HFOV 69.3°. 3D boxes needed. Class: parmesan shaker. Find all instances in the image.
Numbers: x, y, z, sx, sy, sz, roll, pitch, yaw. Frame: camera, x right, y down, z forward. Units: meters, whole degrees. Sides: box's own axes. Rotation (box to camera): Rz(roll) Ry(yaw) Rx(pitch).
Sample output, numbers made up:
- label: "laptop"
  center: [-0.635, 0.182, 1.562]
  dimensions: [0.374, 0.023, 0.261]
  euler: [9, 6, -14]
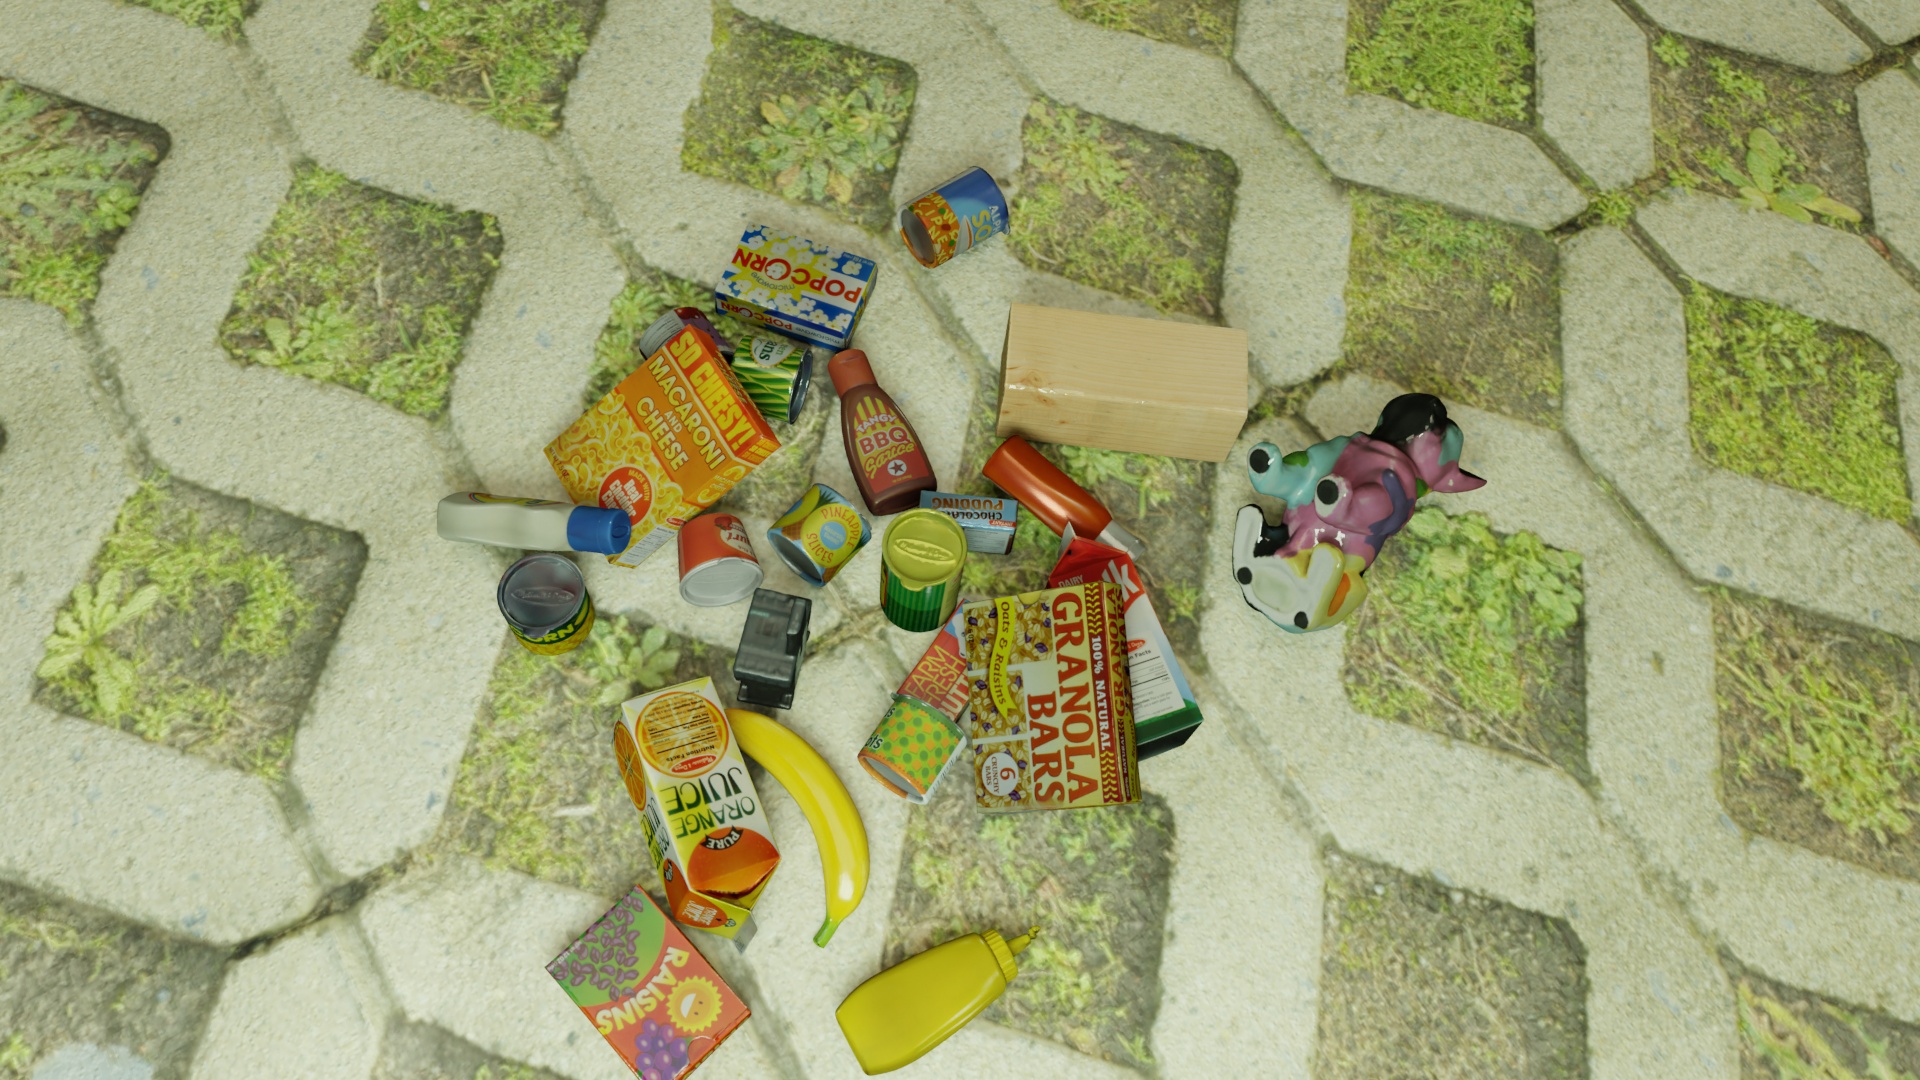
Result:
- label: "parmesan shaker"
  center: [-0.032, 0.028, 1.110]
  dimensions: [0.071, 0.102, 0.071]
  euler: [2, 64, -4]

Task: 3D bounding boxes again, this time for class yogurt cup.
- label: "yogurt cup"
  center: [-0.198, 0.015, 1.124]
  dimensions: [0.072, 0.072, 0.054]
  euler: [-12, 59, -11]

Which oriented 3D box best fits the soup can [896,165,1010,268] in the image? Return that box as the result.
- label: "soup can"
  center: [-0.006, -0.297, 1.289]
  dimensions: [0.084, 0.071, 0.071]
  euler: [-33, 72, -18]

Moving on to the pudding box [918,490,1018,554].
- label: "pudding box"
  center: [0.004, -0.015, 1.164]
  dimensions: [0.084, 0.049, 0.030]
  euler: [5, 63, -3]

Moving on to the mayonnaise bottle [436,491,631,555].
- label: "mayonnaise bottle"
  center: [-0.337, -0.013, 1.106]
  dimensions: [0.148, 0.065, 0.041]
  euler: [5, 97, 14]

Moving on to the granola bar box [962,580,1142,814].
- label: "granola bar box"
  center: [0.068, 0.121, 1.057]
  dimensions: [0.124, 0.039, 0.166]
  euler: [-11, 76, 29]

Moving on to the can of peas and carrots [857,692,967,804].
- label: "can of peas and carrots"
  center: [-0.039, 0.159, 1.067]
  dimensions: [0.071, 0.070, 0.059]
  euler: [31, 67, 9]

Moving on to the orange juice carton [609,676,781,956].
- label: "orange juice carton"
  center: [-0.189, 0.206, 1.020]
  dimensions: [0.073, 0.071, 0.193]
  euler: [-14, 66, -29]

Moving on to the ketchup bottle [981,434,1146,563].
- label: "ketchup bottle"
  center: [0.089, -0.028, 1.174]
  dimensions: [0.149, 0.065, 0.043]
  euler: [39, 108, 6]

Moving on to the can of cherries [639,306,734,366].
- label: "can of cherries"
  center: [-0.234, -0.159, 1.204]
  dimensions: [0.072, 0.071, 0.058]
  euler: [-33, 71, -18]

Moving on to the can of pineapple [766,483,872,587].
- label: "can of pineapple"
  center: [-0.115, -0.004, 1.137]
  dimensions: [0.071, 0.070, 0.058]
  euler: [38, 68, 12]

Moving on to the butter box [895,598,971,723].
- label: "butter box"
  center: [-0.004, 0.102, 1.122]
  dimensions: [0.053, 0.024, 0.104]
  euler: [32, 66, 9]

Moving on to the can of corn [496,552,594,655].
- label: "can of corn"
  center: [-0.326, 0.054, 1.095]
  dimensions: [0.071, 0.058, 0.071]
  euler: [2, 65, -4]

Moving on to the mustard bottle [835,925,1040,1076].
- label: "mustard bottle"
  center: [-0.009, 0.323, 1.003]
  dimensions: [0.161, 0.048, 0.065]
  euler: [-25, 70, -17]

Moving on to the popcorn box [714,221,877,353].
- label: "popcorn box"
  center: [-0.148, -0.229, 1.257]
  dimensions: [0.127, 0.038, 0.085]
  euler: [19, 65, 4]

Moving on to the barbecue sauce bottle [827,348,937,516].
- label: "barbecue sauce bottle"
  center: [-0.074, -0.096, 1.198]
  dimensions: [0.065, 0.043, 0.149]
  euler: [-18, 67, -12]

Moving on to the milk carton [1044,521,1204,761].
- label: "milk carton"
  center: [0.118, 0.080, 1.117]
  dimensions: [0.073, 0.072, 0.191]
  euler: [-17, 69, -13]

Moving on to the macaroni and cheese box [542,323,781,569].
- label: "macaroni and cheese box"
  center: [-0.245, -0.076, 1.135]
  dimensions: [0.166, 0.040, 0.124]
  euler: [-38, 71, 10]

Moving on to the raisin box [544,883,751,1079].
- label: "raisin box"
  center: [-0.221, 0.321, 0.989]
  dimensions: [0.086, 0.040, 0.123]
  euler: [-40, 75, -22]

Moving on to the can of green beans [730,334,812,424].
- label: "can of green beans"
  center: [-0.165, -0.139, 1.198]
  dimensions: [0.058, 0.071, 0.071]
  euler: [16, 64, 3]
